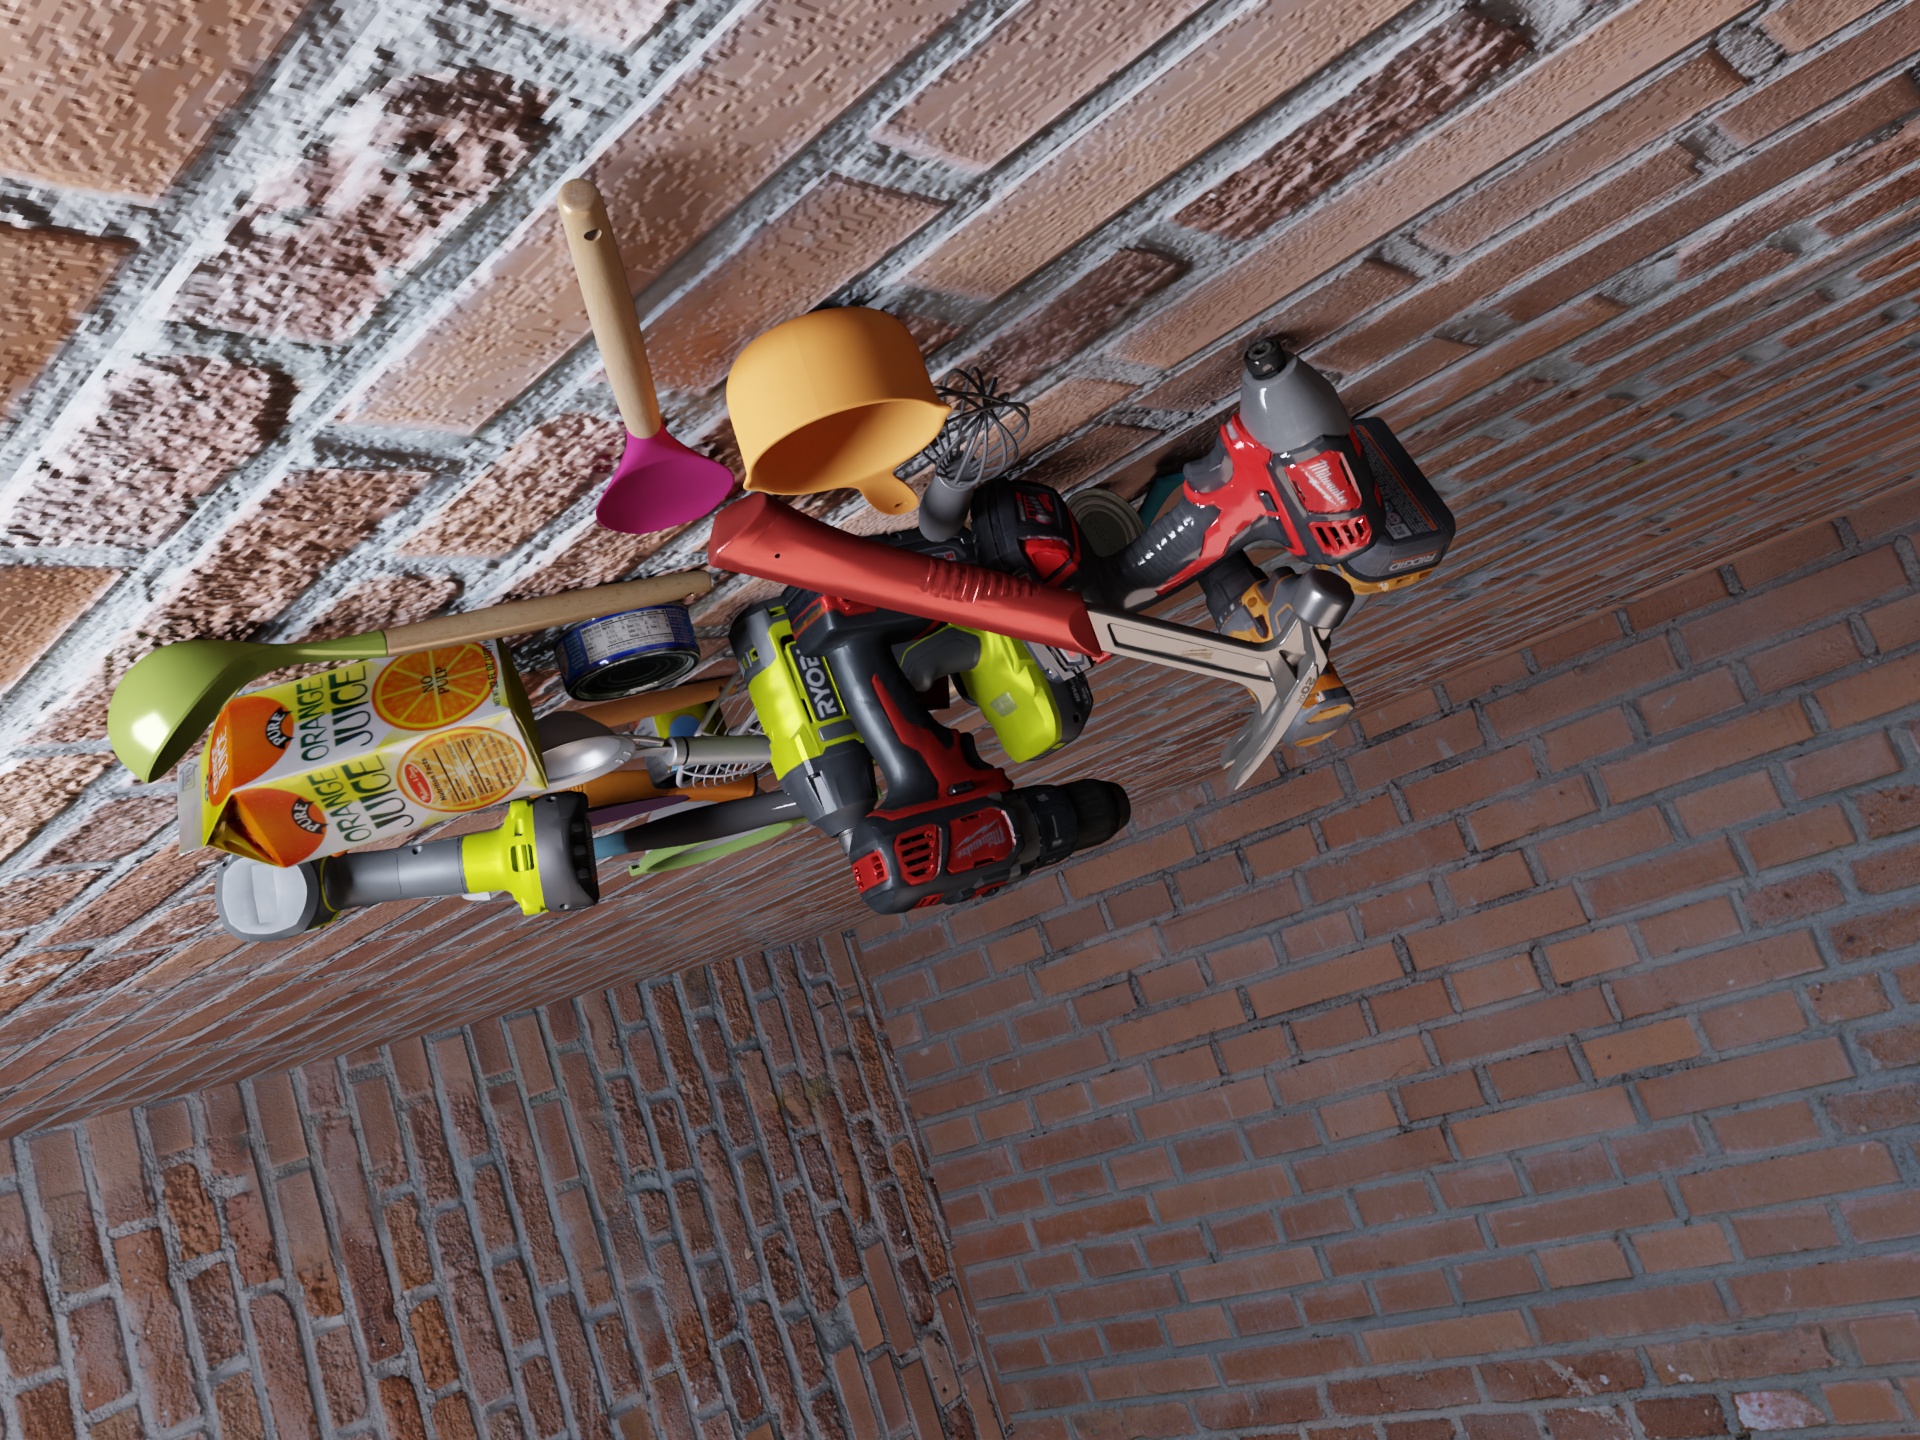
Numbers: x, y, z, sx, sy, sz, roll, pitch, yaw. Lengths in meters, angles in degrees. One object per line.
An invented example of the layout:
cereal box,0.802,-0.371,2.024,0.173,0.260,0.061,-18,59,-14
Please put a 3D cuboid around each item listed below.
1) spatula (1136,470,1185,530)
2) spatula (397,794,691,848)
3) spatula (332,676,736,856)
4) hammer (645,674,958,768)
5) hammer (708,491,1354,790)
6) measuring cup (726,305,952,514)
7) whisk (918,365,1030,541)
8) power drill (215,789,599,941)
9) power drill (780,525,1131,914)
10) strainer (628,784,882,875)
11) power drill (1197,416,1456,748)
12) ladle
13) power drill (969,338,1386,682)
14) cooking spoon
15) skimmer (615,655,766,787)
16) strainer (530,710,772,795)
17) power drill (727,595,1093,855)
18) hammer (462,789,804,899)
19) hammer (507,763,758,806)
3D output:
spatula,0.109,-0.105,1.097,0.082,0.044,0.317,-20,163,-39
spatula,-0.357,0.090,1.178,0.316,0.018,0.059,-13,173,-2
spatula,-0.281,0.009,1.065,0.322,0.081,0.041,-16,-165,-40
hammer,-0.062,-0.013,1.375,0.410,0.038,0.146,-19,171,-2
hammer,0.035,-0.054,0.888,0.359,0.037,0.149,12,127,-19
measuring cup,-0.049,-0.134,0.720,0.095,0.052,0.173,-20,172,7
whisk,-0.004,-0.130,0.840,0.055,0.055,0.239,-17,174,-8
power drill,-0.367,0.102,1.081,0.228,0.080,0.190,-7,178,-11
power drill,-0.002,-0.003,0.990,0.188,0.227,0.080,-13,168,-29
strainer,-0.194,0.078,1.527,0.256,0.069,0.151,-15,171,-32
power drill,0.239,-0.112,1.123,0.084,0.186,0.226,-15,150,-21
ladle,-0.272,-0.034,0.834,0.320,0.062,0.078,-15,170,-33
power drill,0.123,-0.122,0.915,0.219,0.079,0.143,-24,130,14
cooking spoon,-0.134,-0.134,0.658,0.068,0.017,0.319,-18,170,-8
skimmer,-0.263,-0.008,1.034,0.363,0.090,0.127,2,134,-35
strainer,-0.189,0.018,1.009,0.258,0.050,0.087,-1,156,-39
power drill,-0.028,-0.013,1.070,0.223,0.171,0.080,-16,170,-33
hammer,-0.239,0.088,1.219,0.331,0.033,0.128,-14,-179,16
hammer,-0.294,0.049,1.181,0.336,0.034,0.127,-1,162,-41
